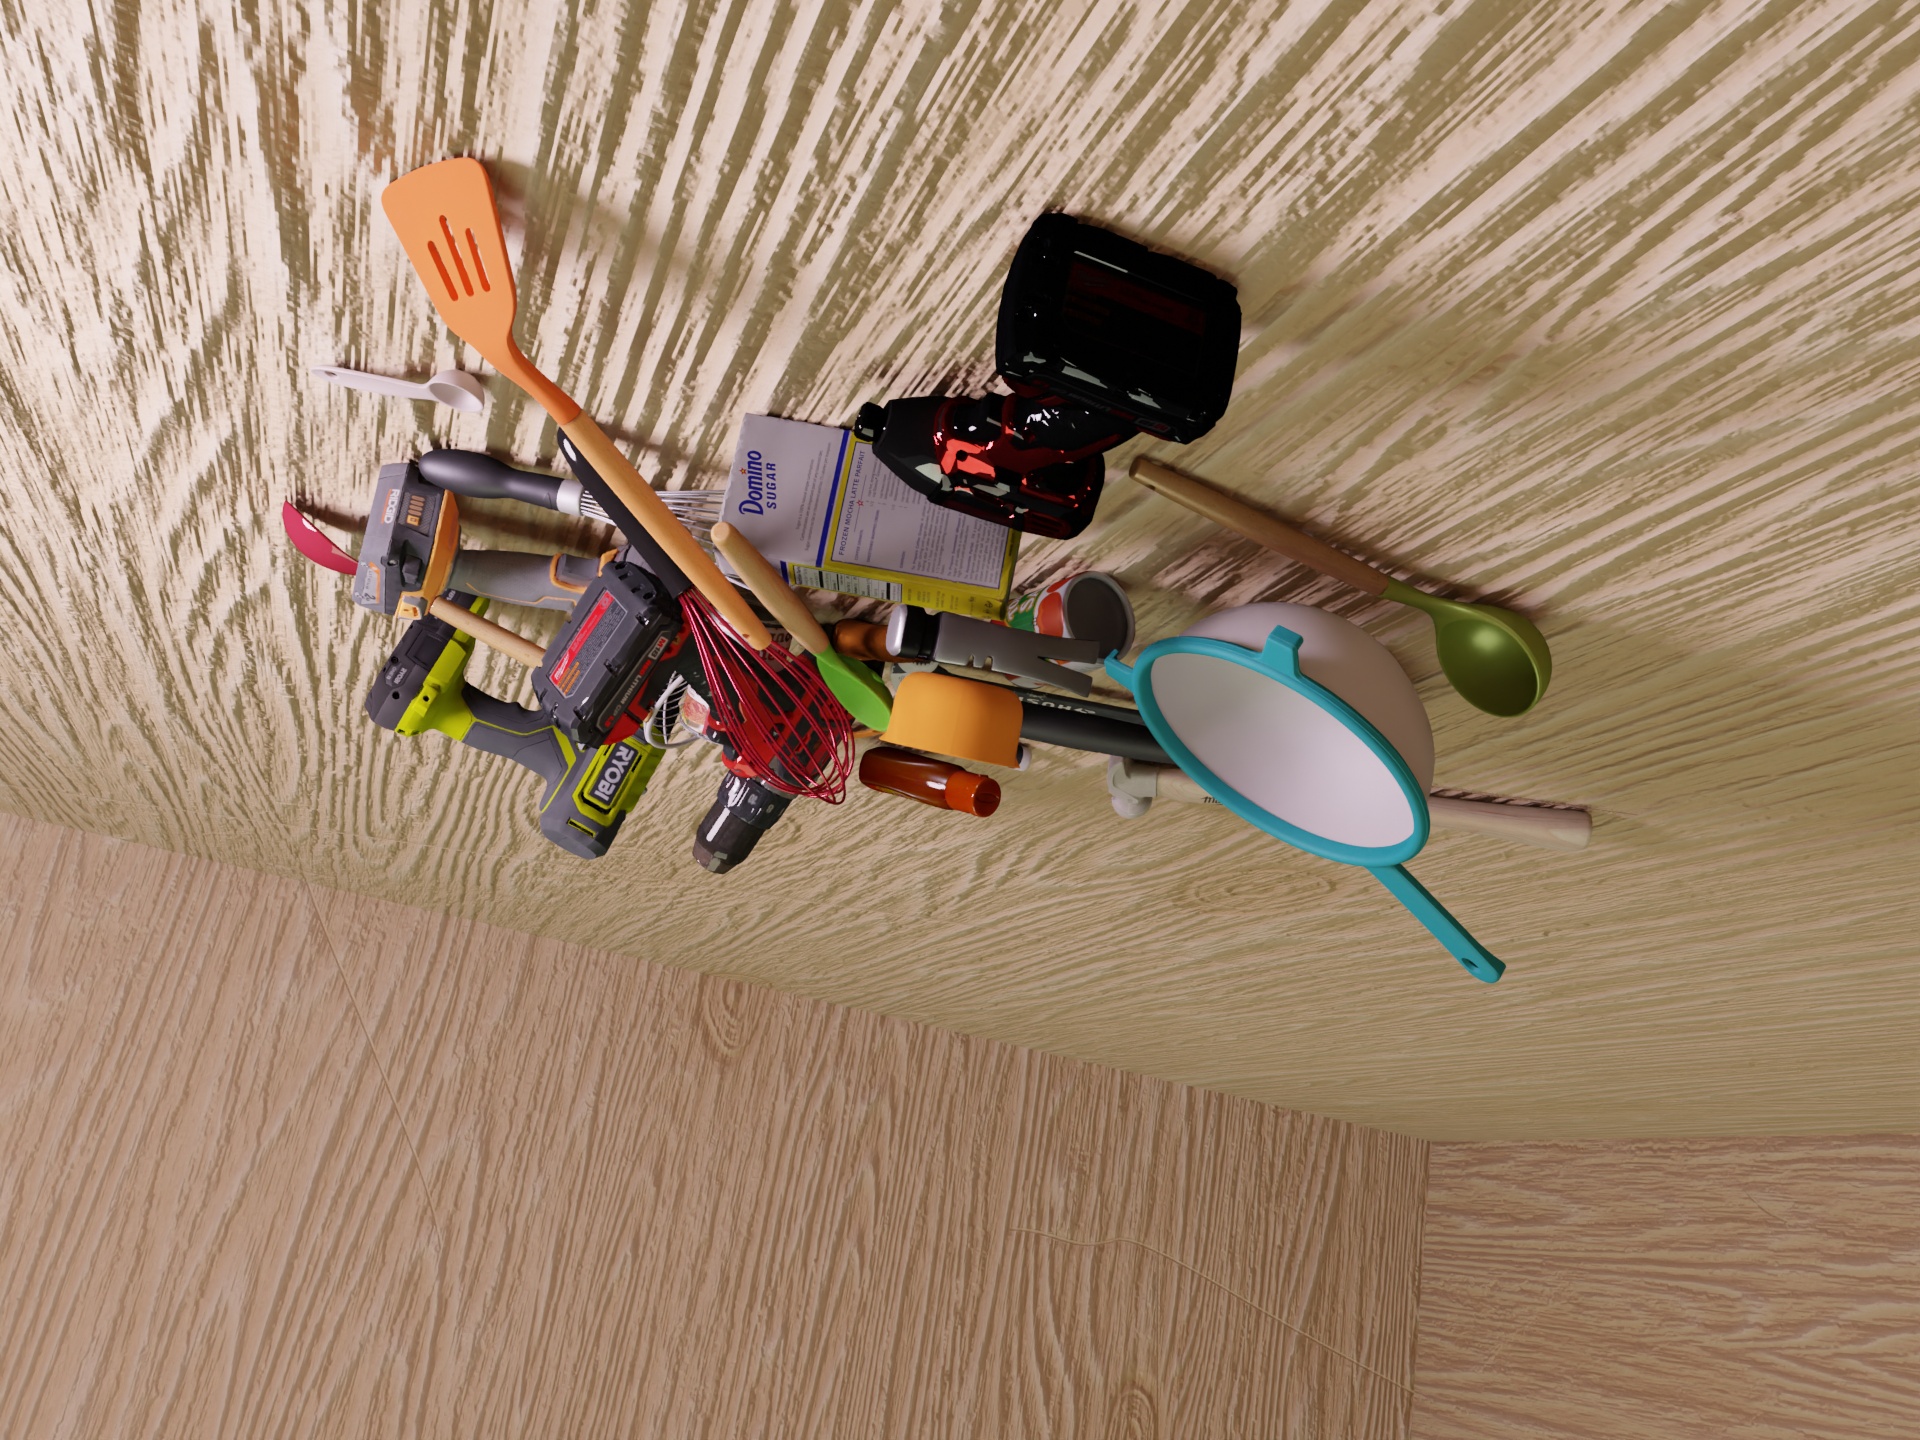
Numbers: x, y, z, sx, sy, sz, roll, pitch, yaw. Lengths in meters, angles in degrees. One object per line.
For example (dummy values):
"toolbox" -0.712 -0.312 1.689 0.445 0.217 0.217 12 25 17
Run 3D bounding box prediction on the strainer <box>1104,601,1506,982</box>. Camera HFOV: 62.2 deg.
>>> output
"strainer" 0.264 0.034 1.032 0.340 0.095 0.211 44 160 -18

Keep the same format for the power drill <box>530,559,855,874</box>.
"power drill" -0.187 0.006 1.123 0.226 0.188 0.080 28 -171 -45

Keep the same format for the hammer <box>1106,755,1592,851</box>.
"hammer" 0.332 0.067 1.380 0.410 0.038 0.146 6 159 11

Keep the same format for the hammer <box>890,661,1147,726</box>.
"hammer" 0.143 0.001 1.289 0.409 0.036 0.149 12 162 -4

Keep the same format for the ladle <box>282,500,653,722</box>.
"ladle" -0.377 -0.077 1.215 0.315 0.031 0.069 29 173 -7

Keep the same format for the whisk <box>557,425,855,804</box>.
"whisk" -0.160 -0.067 1.005 0.296 0.073 0.073 54 151 -5

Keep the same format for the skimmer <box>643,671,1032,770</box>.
"skimmer" -0.091 0.009 1.348 0.363 0.090 0.127 17 127 -26

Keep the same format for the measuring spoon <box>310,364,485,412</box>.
"measuring spoon" -0.345 -0.211 0.976 0.124 0.018 0.034 12 162 17

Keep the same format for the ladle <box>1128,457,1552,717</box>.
"ladle" 0.235 -0.082 0.976 0.320 0.062 0.078 21 165 -22

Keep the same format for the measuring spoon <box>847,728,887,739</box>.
"measuring spoon" -0.102 0.010 1.485 0.021 0.011 0.117 9 169 -39

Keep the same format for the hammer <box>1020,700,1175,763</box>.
"hammer" 0.162 0.020 1.160 0.335 0.035 0.146 11 162 2

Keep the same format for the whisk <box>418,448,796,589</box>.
"whisk" -0.225 -0.141 1.051 0.284 0.070 0.070 13 161 5

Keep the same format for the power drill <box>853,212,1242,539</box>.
"power drill" 0.037 -0.163 0.820 0.143 0.079 0.219 17 163 -17

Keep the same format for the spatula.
"spatula" -0.192 -0.154 0.864 0.081 0.041 0.322 -2 140 36

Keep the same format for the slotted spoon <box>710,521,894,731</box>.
"slotted spoon" -0.094 -0.056 0.988 0.070 0.031 0.313 36 174 19

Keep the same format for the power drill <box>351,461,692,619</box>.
"power drill" -0.305 -0.113 1.134 0.226 0.084 0.185 13 158 -21

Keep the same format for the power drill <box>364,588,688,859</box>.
"power drill" -0.346 -0.019 1.305 0.228 0.191 0.080 32 157 -15

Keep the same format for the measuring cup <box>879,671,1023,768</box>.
"measuring cup" -0.002 -0.003 1.094 0.095 0.052 0.173 12 -178 0

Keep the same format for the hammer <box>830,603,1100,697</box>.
"hammer" -0.024 -0.051 1.074 0.127 0.034 0.337 11 180 -17
